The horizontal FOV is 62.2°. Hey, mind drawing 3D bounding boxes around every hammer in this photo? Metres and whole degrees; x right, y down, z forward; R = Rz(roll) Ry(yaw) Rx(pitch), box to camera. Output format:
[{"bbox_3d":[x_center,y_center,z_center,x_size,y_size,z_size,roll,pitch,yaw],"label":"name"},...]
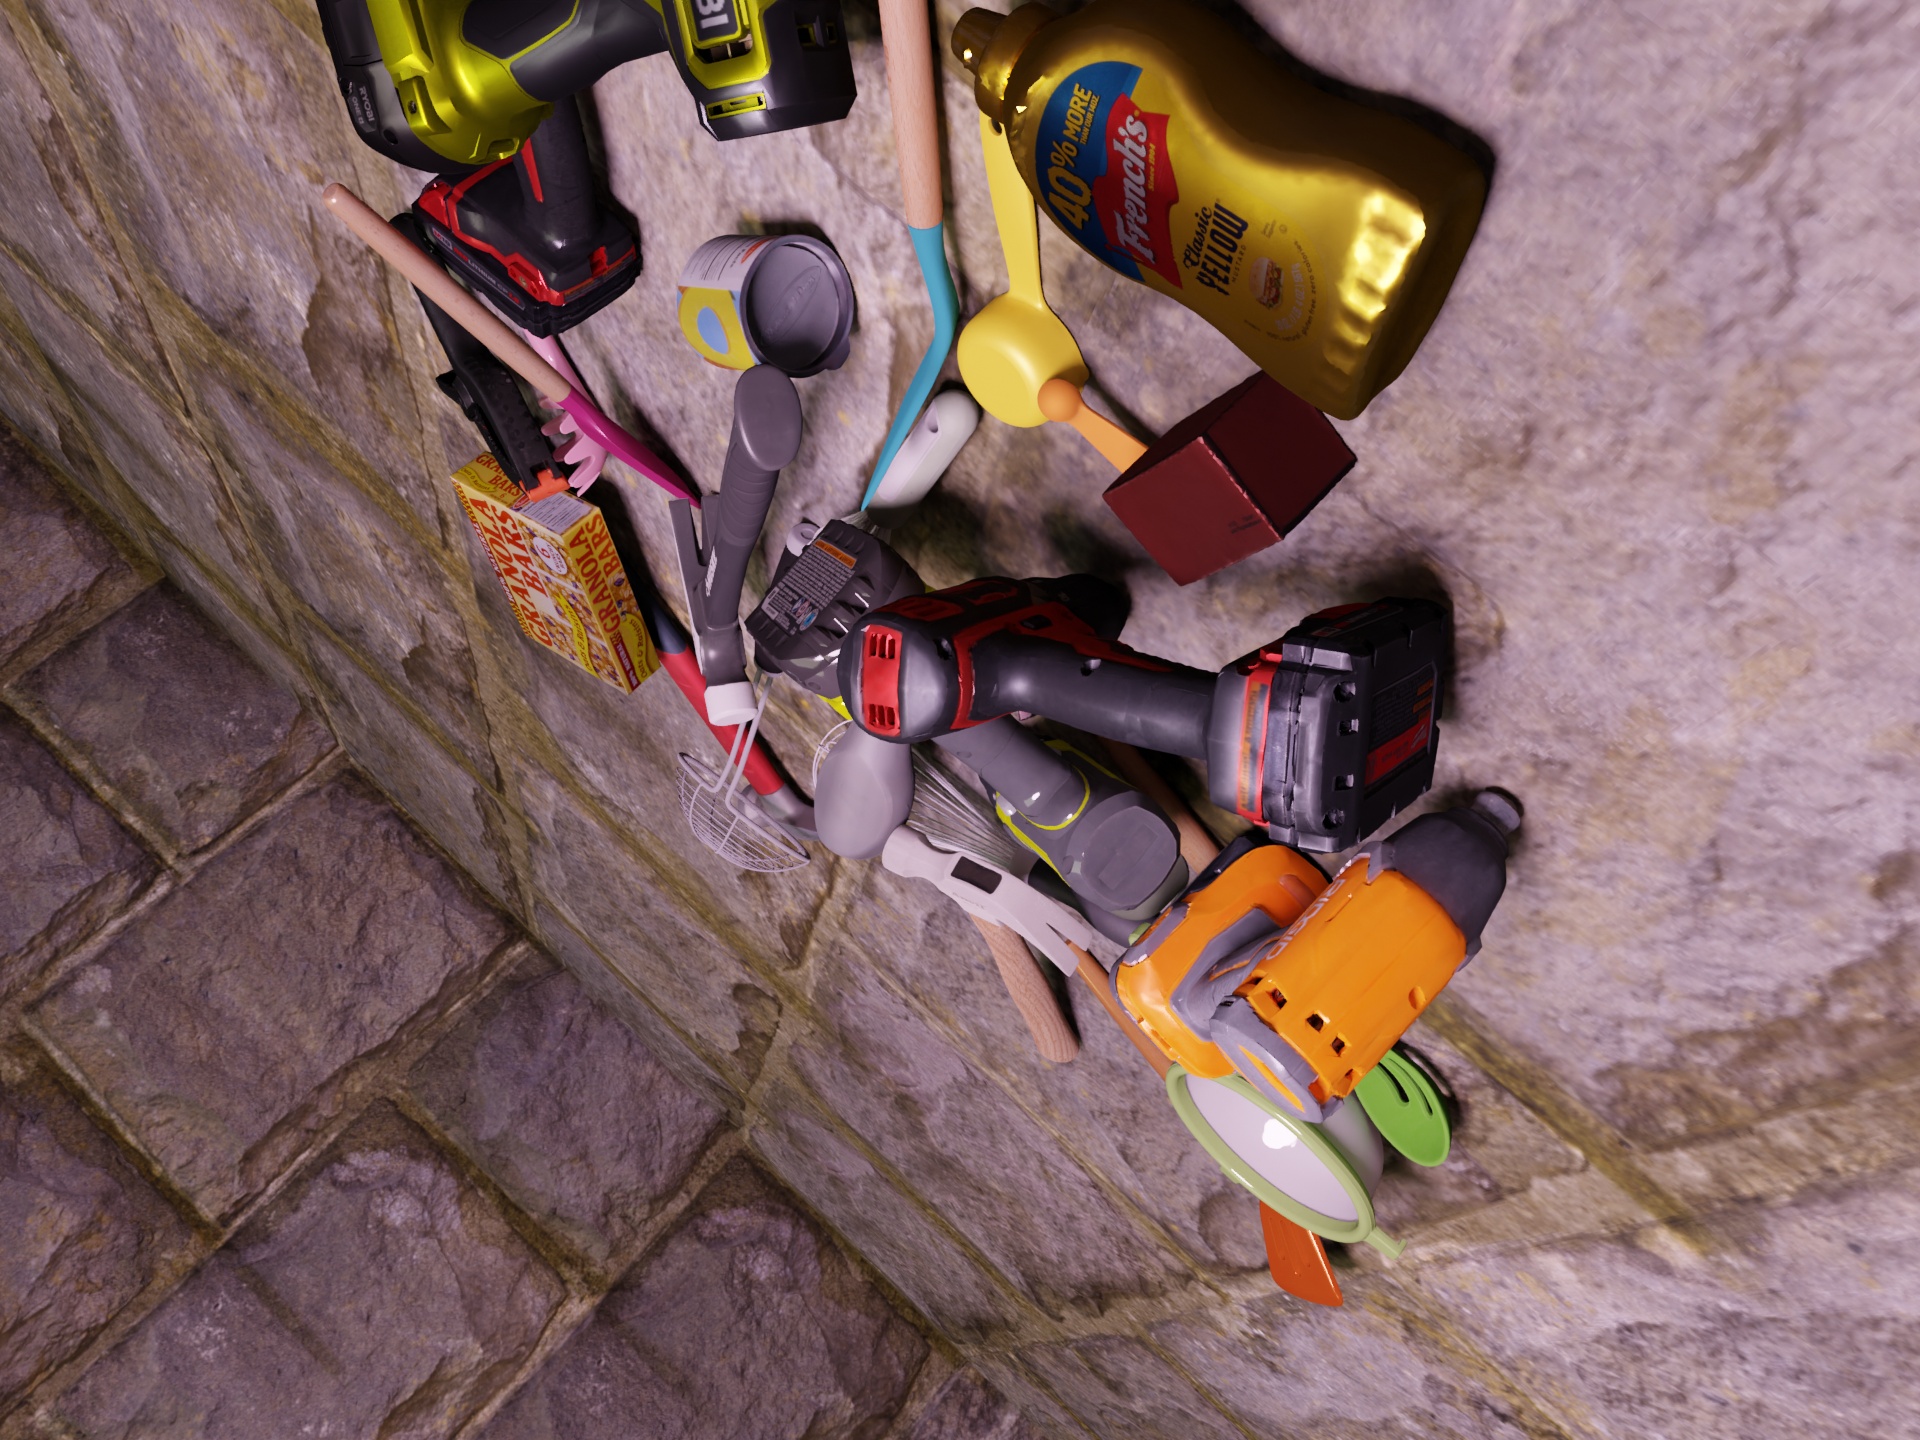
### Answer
[{"bbox_3d":[-0.220,-0.061,1.219,0.143,0.038,0.386,4,132,54],"label":"hammer"},{"bbox_3d":[0.044,0.175,1.105,0.130,0.031,0.331,23,159,25],"label":"hammer"},{"bbox_3d":[-0.126,-0.109,0.882,0.334,0.035,0.146,131,128,-70],"label":"hammer"}]

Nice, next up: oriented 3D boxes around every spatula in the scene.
[{"bbox_3d":[-0.028,-0.226,0.645,0.044,0.082,0.317,8,139,12],"label":"spatula"},{"bbox_3d":[0.168,0.284,1.132,0.322,0.041,0.081,51,156,-9],"label":"spatula"}]

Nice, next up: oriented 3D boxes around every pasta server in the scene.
[{"bbox_3d":[-0.293,-0.282,0.996,0.060,0.040,0.315,46,162,49],"label":"pasta server"}]

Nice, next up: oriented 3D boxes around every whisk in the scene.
[{"bbox_3d":[-0.043,-0.111,0.855,0.246,0.059,0.058,138,122,-62],"label":"whisk"},{"bbox_3d":[0.018,0.078,1.043,0.285,0.070,0.070,28,151,24],"label":"whisk"}]

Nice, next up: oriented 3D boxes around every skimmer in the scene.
[{"bbox_3d":[-0.128,-0.014,1.107,0.127,0.090,0.363,39,138,13],"label":"skimmer"}]

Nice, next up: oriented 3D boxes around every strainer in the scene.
[{"bbox_3d":[0.178,0.202,0.953,0.151,0.069,0.256,10,137,56],"label":"strainer"}]

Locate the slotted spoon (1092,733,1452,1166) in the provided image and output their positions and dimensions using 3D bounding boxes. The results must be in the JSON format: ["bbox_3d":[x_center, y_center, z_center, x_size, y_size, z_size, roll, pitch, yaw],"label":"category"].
[{"bbox_3d":[0.175,0.122,0.888,0.313,0.031,0.070,51,155,-6],"label":"slotted spoon"}]

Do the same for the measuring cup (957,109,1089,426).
[{"bbox_3d":[0.017,-0.185,0.658,0.062,0.029,0.156,31,154,29],"label":"measuring cup"}]

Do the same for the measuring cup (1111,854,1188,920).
[{"bbox_3d":[0.121,0.120,0.953,0.167,0.038,0.083,53,155,-10],"label":"measuring cup"}]

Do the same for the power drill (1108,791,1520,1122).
[{"bbox_3d":[0.164,0.102,0.747,0.084,0.164,0.226,46,168,-1],"label":"power drill"}]

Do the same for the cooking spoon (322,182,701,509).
[{"bbox_3d":[-0.252,-0.209,0.942,0.069,0.017,0.318,30,173,35],"label":"cooking spoon"}]

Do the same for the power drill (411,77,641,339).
[{"bbox_3d":[-0.230,-0.314,0.803,0.143,0.078,0.219,40,152,13],"label":"power drill"}]

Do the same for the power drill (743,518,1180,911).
[{"bbox_3d":[-0.001,-0.003,0.847,0.228,0.080,0.191,41,179,-24],"label":"power drill"}]

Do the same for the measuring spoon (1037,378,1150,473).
[{"bbox_3d":[0.079,-0.105,0.679,0.117,0.011,0.021,37,136,-10],"label":"measuring spoon"}]

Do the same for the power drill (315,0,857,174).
[{"bbox_3d":[-0.152,-0.306,0.618,0.223,0.080,0.171,3,114,32],"label":"power drill"}]

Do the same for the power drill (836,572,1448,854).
[{"bbox_3d":[0.085,-0.022,0.676,0.227,0.188,0.080,11,109,32],"label":"power drill"}]
